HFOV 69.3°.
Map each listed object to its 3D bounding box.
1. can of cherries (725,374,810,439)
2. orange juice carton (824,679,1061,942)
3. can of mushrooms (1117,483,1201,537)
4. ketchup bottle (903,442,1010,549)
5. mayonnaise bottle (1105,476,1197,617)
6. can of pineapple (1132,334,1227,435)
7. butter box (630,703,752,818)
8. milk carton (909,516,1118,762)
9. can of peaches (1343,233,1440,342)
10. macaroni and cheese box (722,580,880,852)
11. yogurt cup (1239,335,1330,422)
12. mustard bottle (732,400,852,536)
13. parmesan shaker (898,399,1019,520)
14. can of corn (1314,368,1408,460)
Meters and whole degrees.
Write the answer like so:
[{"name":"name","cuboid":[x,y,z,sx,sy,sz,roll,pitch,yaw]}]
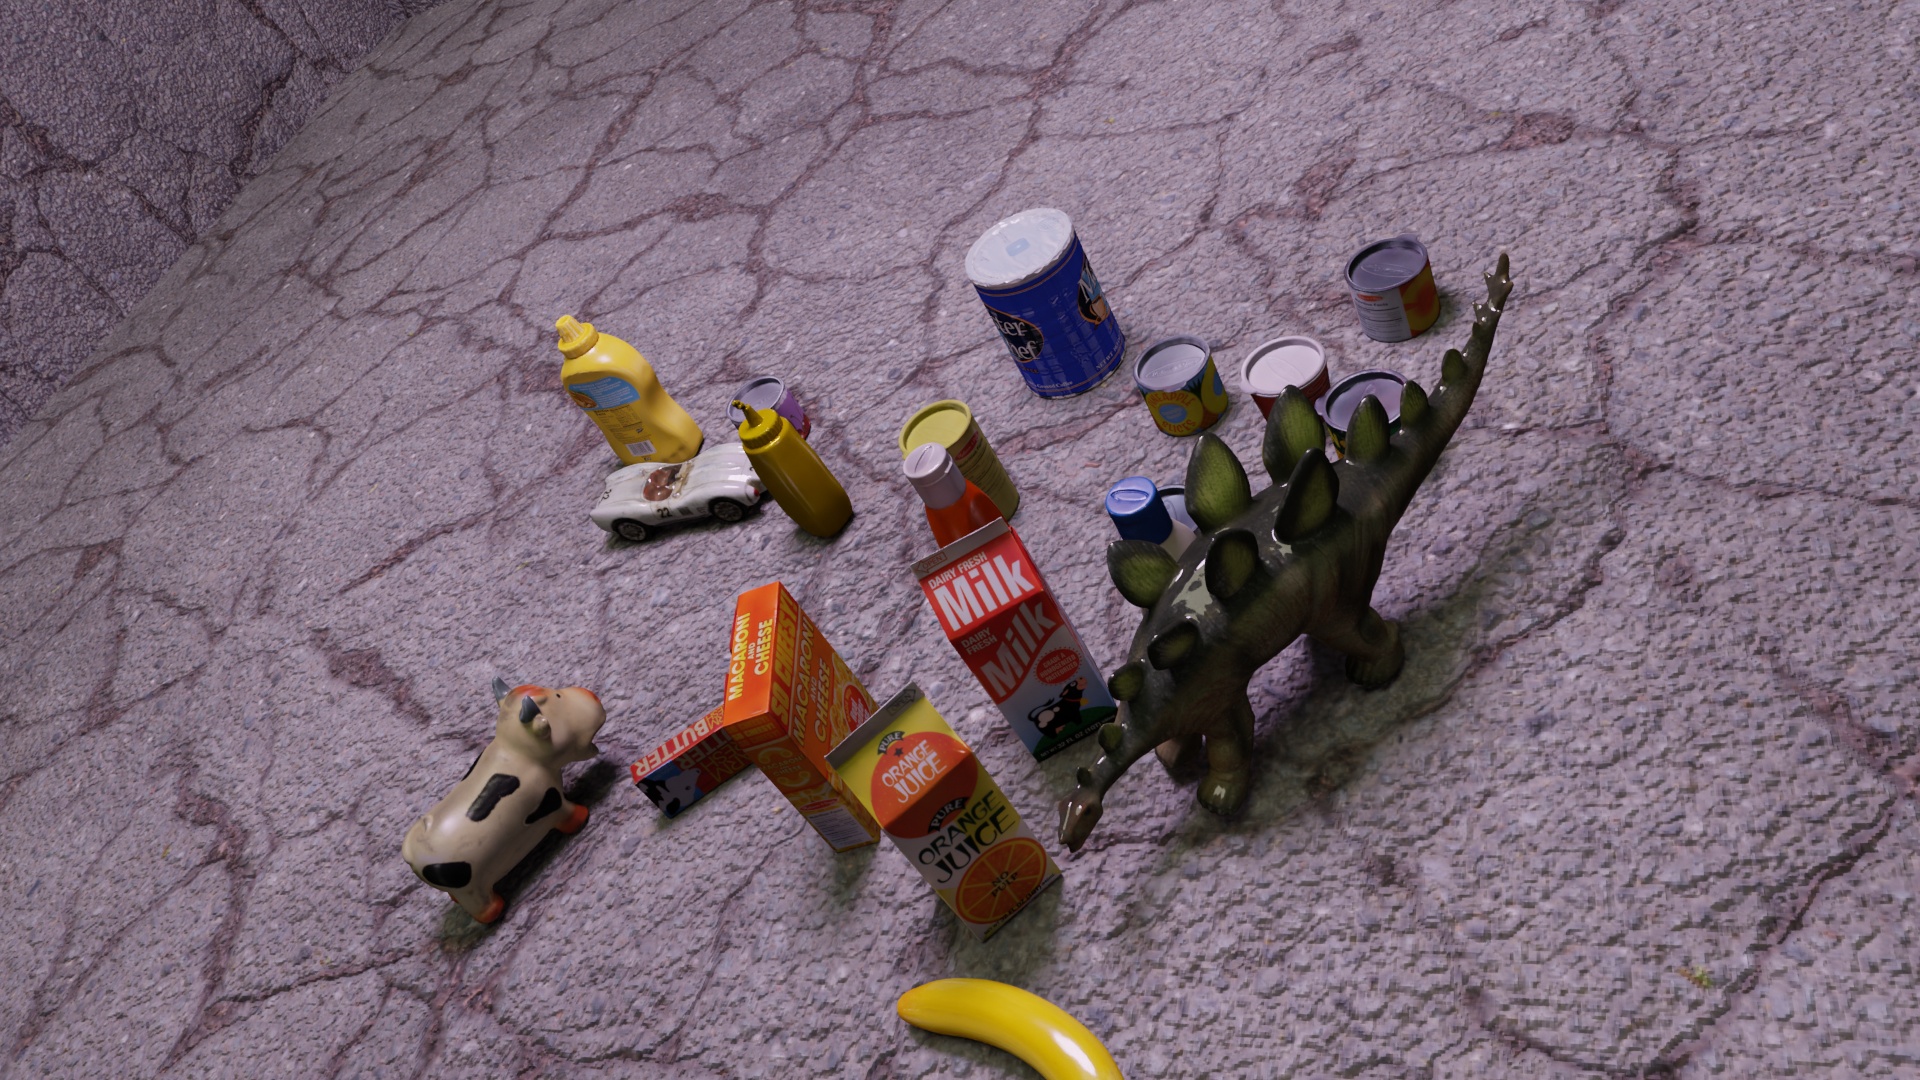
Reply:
[{"name":"can of cherries","cuboid":[-0.193,-0.121,1.396,0.071,0.058,0.072,-18,42,17]},{"name":"orange juice carton","cuboid":[-0.015,0.167,0.884,0.072,0.192,0.073,-39,40,-8]},{"name":"can of mushrooms","cuboid":[0.160,-0.009,1.075,0.071,0.033,0.071,-18,42,17]},{"name":"ketchup bottle","cuboid":[0.004,-0.014,1.090,0.043,0.148,0.065,1,50,34]},{"name":"mayonnaise bottle","cuboid":[0.142,0.017,0.971,0.065,0.147,0.041,4,52,36]},{"name":"can of pineapple","cuboid":[0.184,-0.128,1.163,0.071,0.057,0.071,-18,42,17]},{"name":"butter box","cuboid":[-0.206,0.173,1.109,0.103,0.053,0.024,-34,40,-2]},{"name":"milk carton","cuboid":[0.036,0.062,0.960,0.072,0.189,0.074,-29,40,4]},{"name":"can of peaches","cuboid":[0.354,-0.206,1.133,0.071,0.058,0.071,-18,42,17]},{"name":"macaroni and cheese box","cuboid":[-0.111,0.129,1.004,0.040,0.165,0.124,-19,41,15]},{"name":"yogurt cup","cuboid":[0.264,-0.122,1.109,0.072,0.053,0.073,-18,42,17]},{"name":"mustard bottle","cuboid":[-0.156,-0.070,1.241,0.065,0.159,0.049,19,61,43]},{"name":"parmesan shaker","cuboid":[-0.002,-0.058,1.175,0.071,0.102,0.072,-18,42,17]},{"name":"can of corn","cuboid":[0.307,-0.085,1.040,0.071,0.058,0.071,-18,42,17]}]
